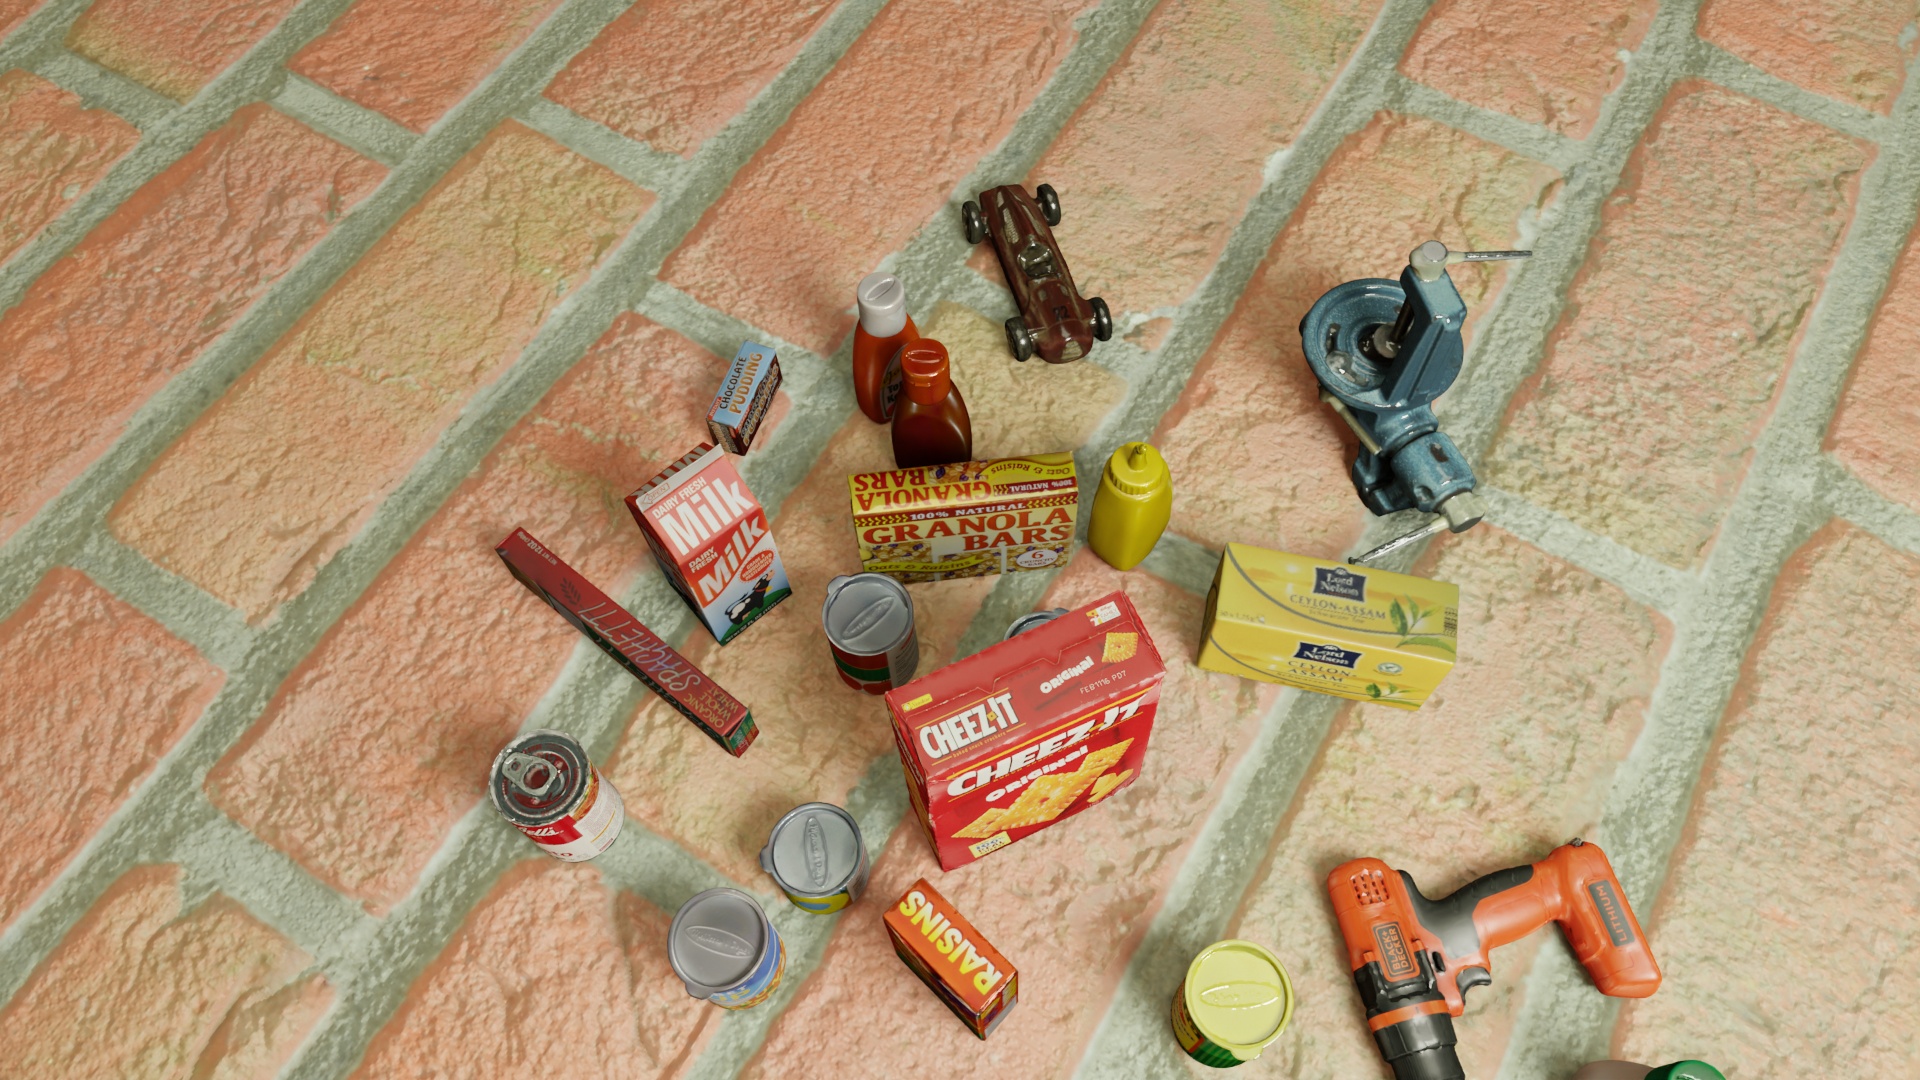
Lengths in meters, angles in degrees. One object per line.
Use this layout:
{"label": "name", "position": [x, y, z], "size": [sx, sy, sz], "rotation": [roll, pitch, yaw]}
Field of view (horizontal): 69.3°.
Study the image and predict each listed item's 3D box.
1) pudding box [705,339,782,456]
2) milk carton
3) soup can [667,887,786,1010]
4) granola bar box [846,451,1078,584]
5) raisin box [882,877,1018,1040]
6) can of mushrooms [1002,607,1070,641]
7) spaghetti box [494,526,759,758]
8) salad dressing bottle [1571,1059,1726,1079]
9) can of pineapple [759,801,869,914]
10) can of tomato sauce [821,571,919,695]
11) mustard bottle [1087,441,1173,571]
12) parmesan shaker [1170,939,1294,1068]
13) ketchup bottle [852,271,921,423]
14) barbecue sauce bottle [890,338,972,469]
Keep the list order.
{"label": "pudding box", "position": [-0.180, -0.119, 1.155], "size": [0.030, 0.049, 0.084], "rotation": [17, 64, 10]}
{"label": "milk carton", "position": [-0.185, -0.003, 1.015], "size": [0.072, 0.189, 0.073], "rotation": [-38, 68, -16]}
{"label": "soup can", "position": [-0.156, 0.277, 0.928], "size": [0.071, 0.083, 0.071], "rotation": [-1, 63, 2]}
{"label": "granola bar box", "position": [0.004, -0.013, 1.052], "size": [0.166, 0.123, 0.039], "rotation": [-6, 63, -1]}
{"label": "raisin box", "position": [-0.005, 0.274, 0.903], "size": [0.040, 0.123, 0.086], "rotation": [-42, 69, -18]}
{"label": "can of mushrooms", "position": [0.065, 0.087, 1.048], "size": [0.071, 0.033, 0.071], "rotation": [-1, 62, 1]}
{"label": "spaghetti box", "position": [-0.254, 0.076, 1.055], "size": [0.250, 0.050, 0.029], "rotation": [35, 69, 18]}
{"label": "salad dressing bottle", "position": [0.415, 0.341, 0.841], "size": [0.064, 0.147, 0.044], "rotation": [35, 69, 18]}
{"label": "can of pineapple", "position": [-0.100, 0.222, 0.969], "size": [0.071, 0.057, 0.071], "rotation": [-1, 63, 1]}
{"label": "can of tomato sauce", "position": [-0.067, 0.070, 1.034], "size": [0.071, 0.082, 0.071], "rotation": [-1, 63, 2]}
{"label": "mustard bottle", "position": [0.129, -0.034, 1.039], "size": [0.049, 0.159, 0.065], "rotation": [37, 70, 19]}
{"label": "parmesan shaker", "position": [0.172, 0.303, 0.893], "size": [0.071, 0.102, 0.071], "rotation": [-1, 63, 2]}
{"label": "ketchup bottle", "position": [-0.059, -0.156, 1.115], "size": [0.065, 0.148, 0.043], "rotation": [-41, 69, -17]}
{"label": "barbecue sauce bottle", "position": [-0.024, -0.101, 1.085], "size": [0.065, 0.148, 0.044], "rotation": [5, 63, 4]}
